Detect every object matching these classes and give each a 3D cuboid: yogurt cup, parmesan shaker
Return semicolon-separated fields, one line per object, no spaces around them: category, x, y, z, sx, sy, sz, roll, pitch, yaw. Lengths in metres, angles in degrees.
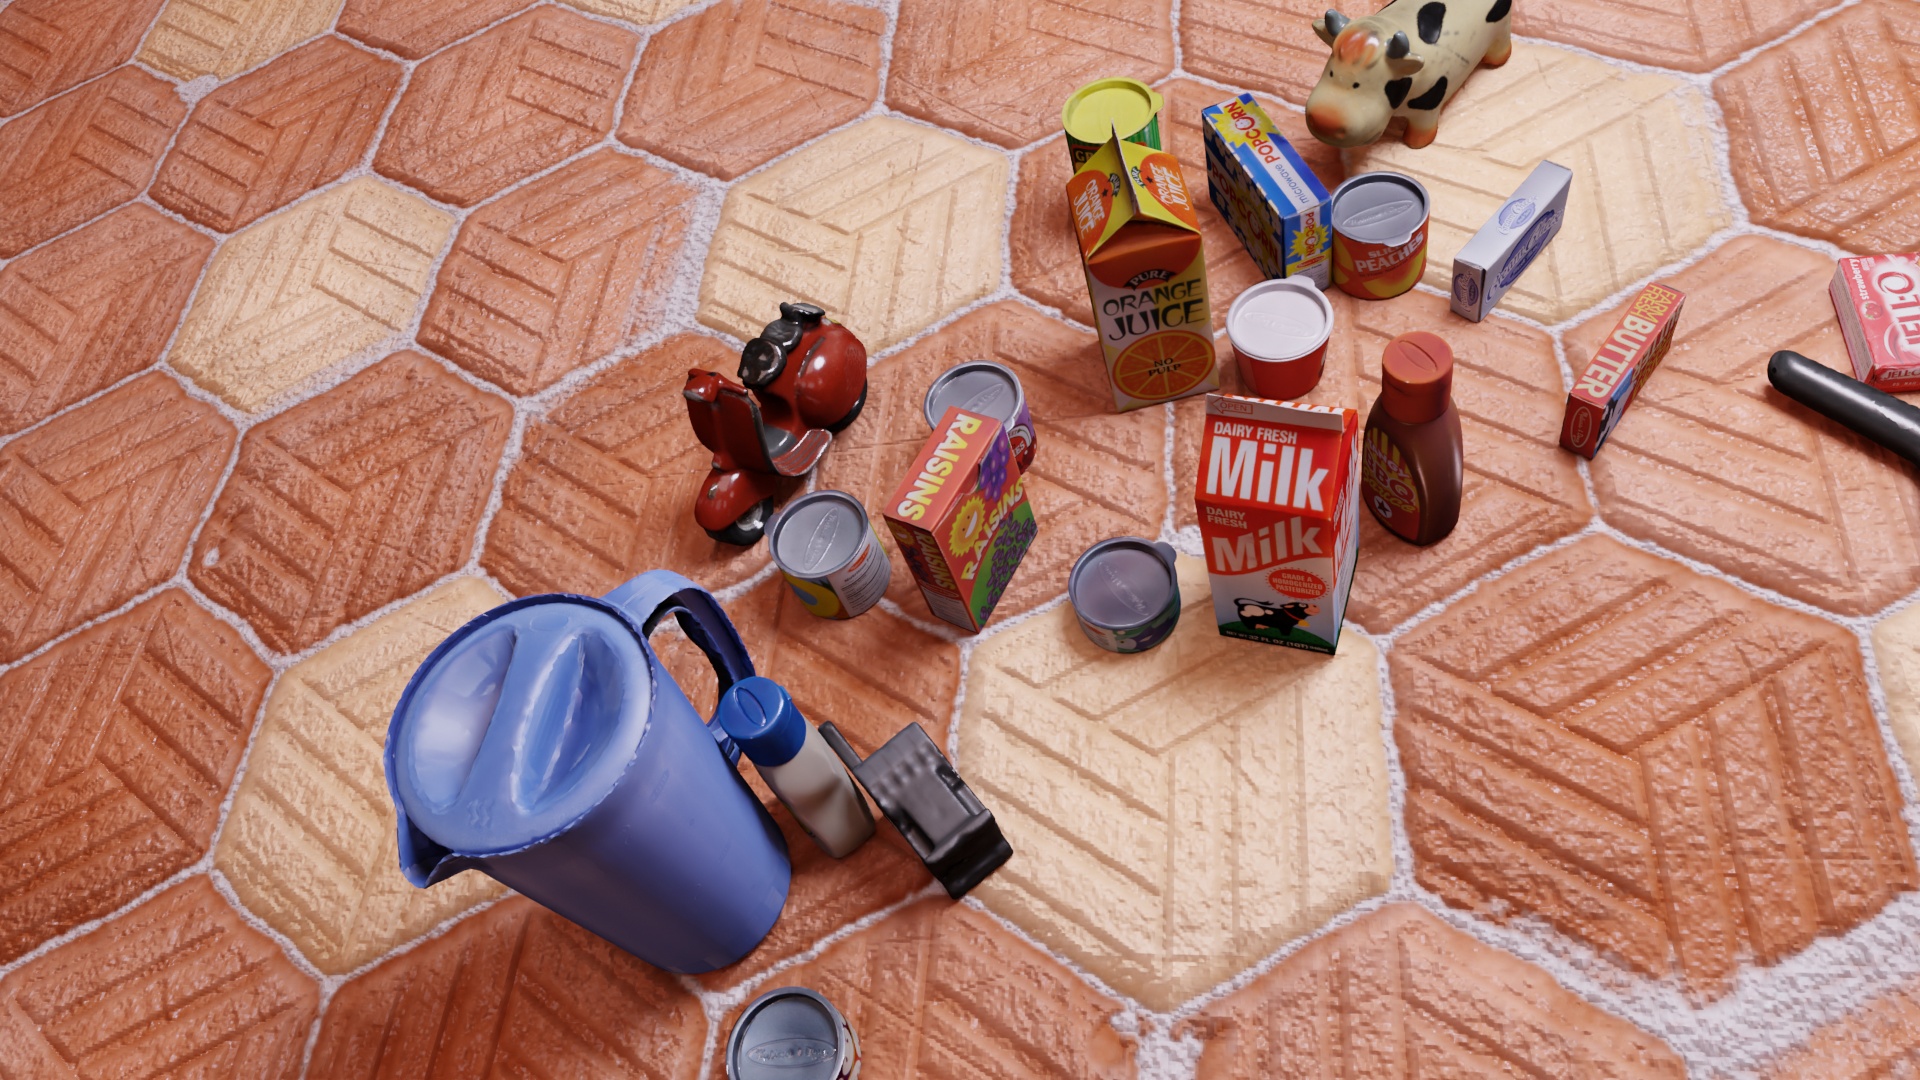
yogurt cup;0.210;-0.129;0.912;0.072;0.053;0.073;-7;56;11
parmesan shaker;0.116;-0.272;1.002;0.071;0.102;0.071;-7;56;11

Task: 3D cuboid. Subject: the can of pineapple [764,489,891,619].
can of pineapple;-0.085;0.009;0.899;0.071;0.057;0.071;-7;56;11

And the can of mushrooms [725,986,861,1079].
can of mushrooms;-0.088;0.277;0.738;0.071;0.033;0.071;-7;56;11

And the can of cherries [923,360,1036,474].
can of cherries;0.015;-0.075;0.927;0.071;0.058;0.072;-7;56;11

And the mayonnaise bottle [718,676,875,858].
mayonnaise bottle;-0.092;0.124;0.770;0.041;0.147;0.065;-37;56;-9

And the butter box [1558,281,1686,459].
butter box;0.402;-0.104;0.844;0.024;0.053;0.104;31;70;30

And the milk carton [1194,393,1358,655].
milk carton;0.176;-0.017;0.764;0.072;0.189;0.074;10;61;21

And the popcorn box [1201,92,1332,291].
popcorn box;0.213;-0.238;0.964;0.038;0.085;0.127;-23;55;0

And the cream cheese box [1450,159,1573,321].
cream cheese box;0.363;-0.197;0.916;0.024;0.053;0.104;35;72;31

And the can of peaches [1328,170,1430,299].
can of peaches;0.283;-0.204;0.940;0.071;0.057;0.071;-7;56;11

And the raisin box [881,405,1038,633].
raisin box;0.003;-0.011;0.848;0.040;0.123;0.086;20;65;26

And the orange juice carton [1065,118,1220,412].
orange juice carton;0.115;-0.172;0.882;0.073;0.192;0.072;-13;55;7

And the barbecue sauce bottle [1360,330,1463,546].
barbecue sauce bottle;0.259;-0.059;0.795;0.044;0.148;0.065;-33;55;-7

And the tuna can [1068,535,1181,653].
tuna can;0.103;0.032;0.848;0.071;0.032;0.071;-7;56;11
